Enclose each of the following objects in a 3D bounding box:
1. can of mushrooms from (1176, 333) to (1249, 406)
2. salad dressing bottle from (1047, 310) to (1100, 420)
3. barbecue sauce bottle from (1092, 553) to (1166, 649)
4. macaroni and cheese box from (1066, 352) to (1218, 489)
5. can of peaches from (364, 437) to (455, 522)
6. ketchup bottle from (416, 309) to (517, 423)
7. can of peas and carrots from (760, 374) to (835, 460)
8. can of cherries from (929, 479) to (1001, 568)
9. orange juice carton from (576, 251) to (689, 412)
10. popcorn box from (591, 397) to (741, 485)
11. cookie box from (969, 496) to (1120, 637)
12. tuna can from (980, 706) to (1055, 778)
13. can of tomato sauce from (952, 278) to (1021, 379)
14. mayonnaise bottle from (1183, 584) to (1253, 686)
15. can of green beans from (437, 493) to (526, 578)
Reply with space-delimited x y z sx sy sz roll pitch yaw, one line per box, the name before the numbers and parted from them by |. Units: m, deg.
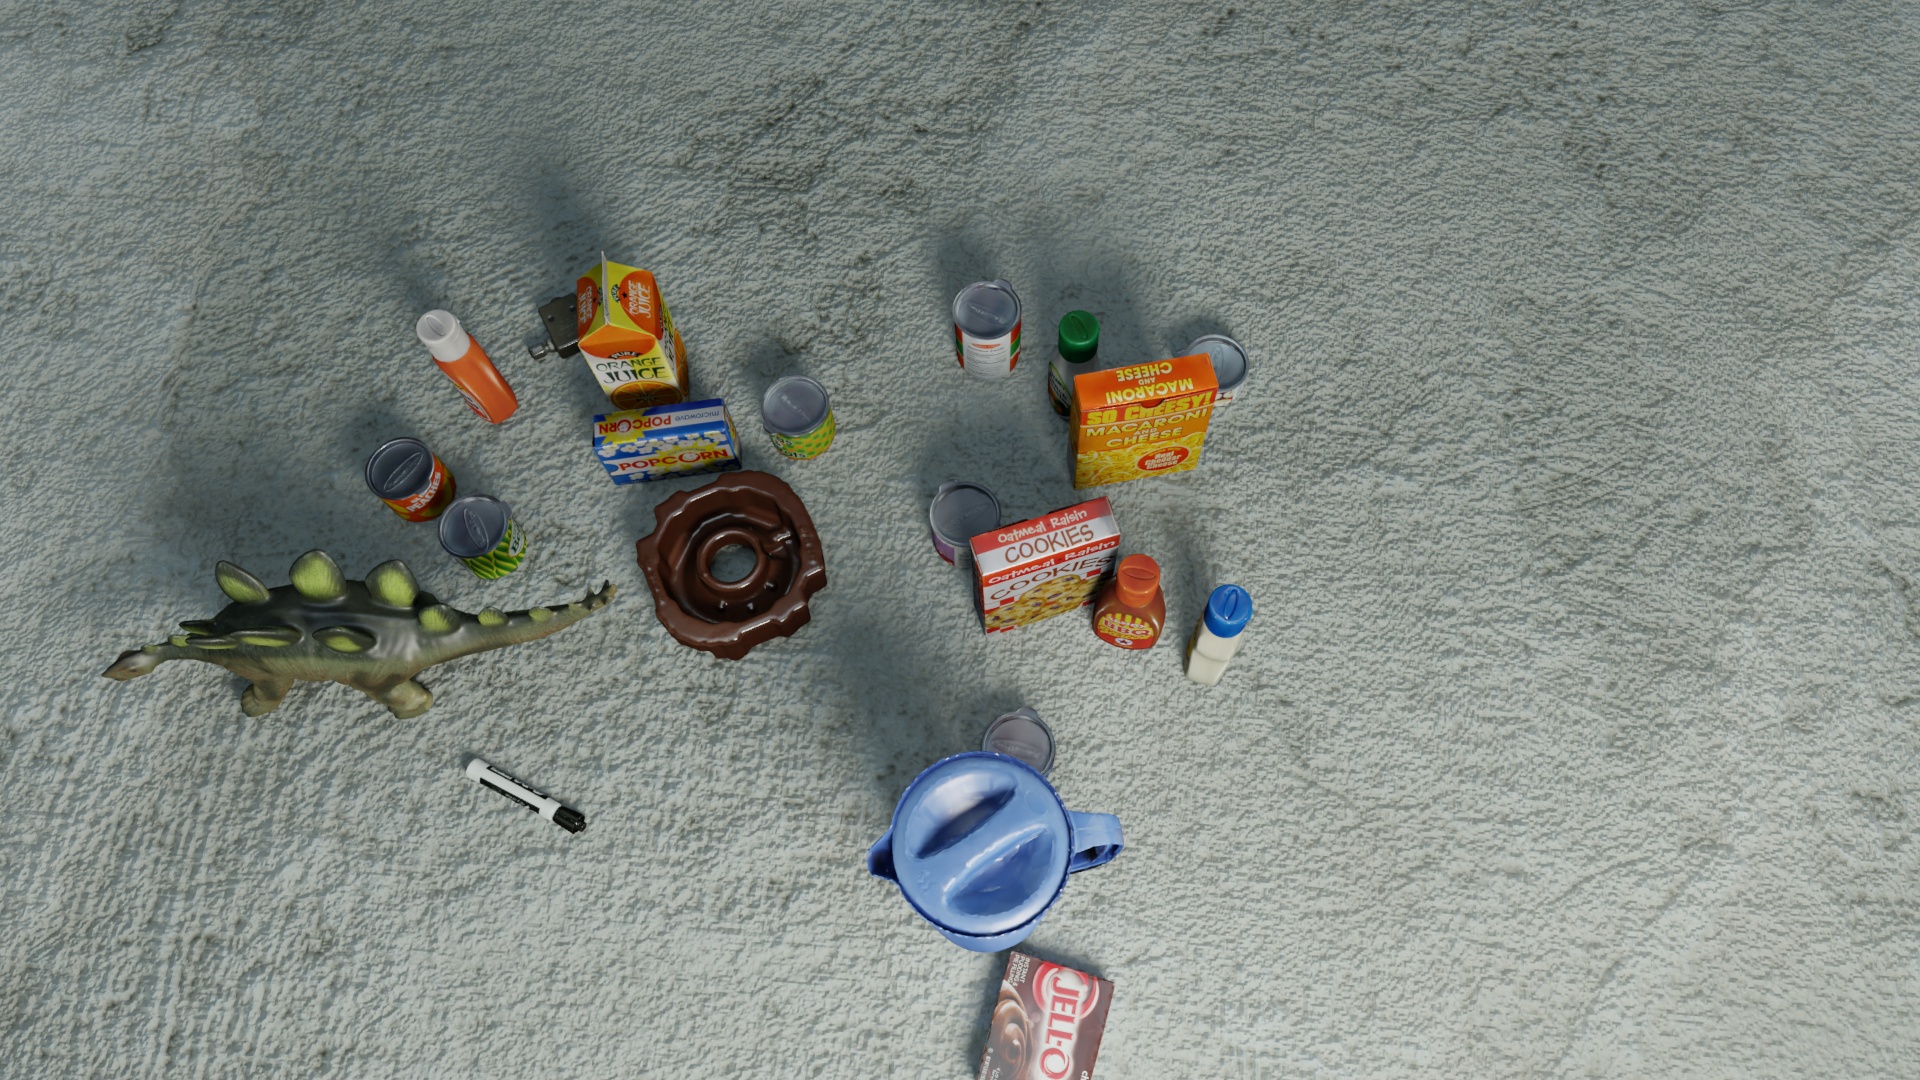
can of mushrooms | 0.248 -0.168 1.373 0.071 0.033 0.071 -1 68 2
salad dressing bottle | 0.109 -0.166 1.315 0.044 0.147 0.064 -25 69 -8
barbecue sauce bottle | 0.151 0.054 1.223 0.065 0.148 0.044 13 69 7
macaroni and cheese box | 0.164 -0.106 1.278 0.124 0.166 0.040 -10 68 -2
can of peaches | -0.528 -0.056 1.341 0.071 0.058 0.071 -1 68 2
ketchup bottle | -0.476 -0.170 1.337 0.043 0.148 0.065 -43 73 -14
can of peas and carrots | -0.159 -0.117 1.352 0.071 0.058 0.071 -1 68 2
can of cherries | 0.005 -0.016 1.305 0.071 0.058 0.072 -1 68 2
orange juice carton | -0.313 -0.193 1.317 0.073 0.192 0.072 -7 68 -1
popcorn box | -0.280 -0.094 1.333 0.127 0.085 0.038 -8 68 -1
cookie box | 0.073 0.025 1.227 0.123 0.167 0.040 -18 69 -5
tuna can | 0.052 0.186 1.234 0.071 0.032 0.071 -1 68 2
can of tomato sauce | 0.027 -0.208 1.370 0.071 0.082 0.071 -1 68 2
mayonnaise bottle | 0.225 0.079 1.210 0.041 0.147 0.065 18 70 9
can of green beans | -0.452 -0.003 1.316 0.071 0.057 0.071 -1 68 2
